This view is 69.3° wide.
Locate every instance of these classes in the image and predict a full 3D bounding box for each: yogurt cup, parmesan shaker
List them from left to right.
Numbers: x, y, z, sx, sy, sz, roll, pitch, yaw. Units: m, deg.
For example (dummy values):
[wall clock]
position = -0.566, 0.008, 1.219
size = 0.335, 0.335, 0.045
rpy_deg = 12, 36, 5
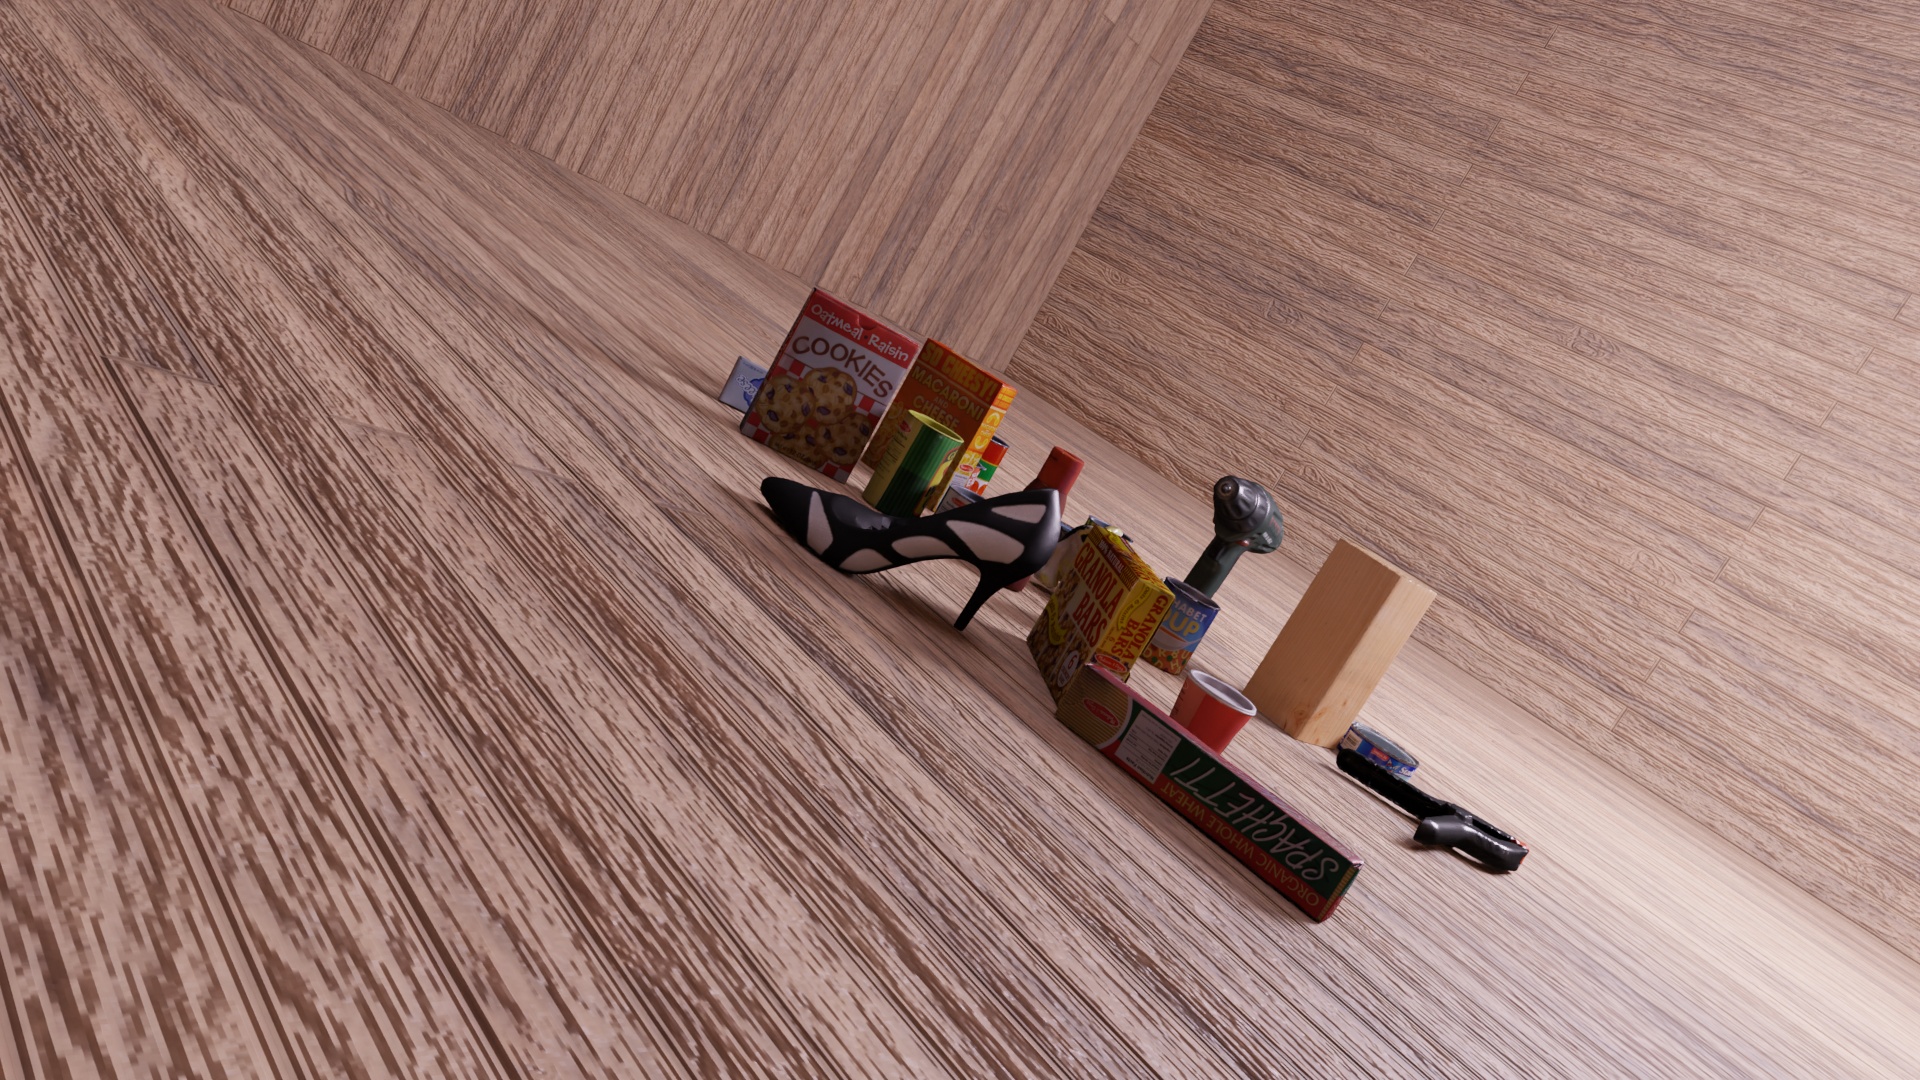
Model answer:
[parmesan shaker]
position = -0.051, -0.077, 1.452
size = 0.071, 0.103, 0.071
rpy_deg = 29, 10, -6
[yogurt cup]
position = 0.218, 0.154, 1.224
size = 0.072, 0.054, 0.072
rpy_deg = 29, 10, -6

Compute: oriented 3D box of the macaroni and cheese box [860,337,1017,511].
[macaroni and cheese box]
position = -0.026, -0.133, 1.607
size = 0.124, 0.166, 0.040
rpy_deg = 35, 11, 29

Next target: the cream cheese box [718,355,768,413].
[cream cheese box]
position = -0.210, -0.157, 1.539
size = 0.104, 0.053, 0.024
rpy_deg = 26, 11, -20

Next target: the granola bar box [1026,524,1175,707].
[granola bar box]
position = 0.114, 0.067, 1.161
size = 0.039, 0.124, 0.166
rpy_deg = 27, 11, -13

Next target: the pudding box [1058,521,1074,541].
[pudding box]
position = 0.105, -0.005, 1.677
size = 0.084, 0.049, 0.030
rpy_deg = 29, 10, -4

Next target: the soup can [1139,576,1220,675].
[soup can]
position = 0.222, 0.090, 1.455
size = 0.071, 0.083, 0.071
rpy_deg = 29, 10, -6

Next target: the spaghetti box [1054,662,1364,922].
[spaghetti box]
position = 0.176, 0.178, 1.008
size = 0.250, 0.050, 0.029
rpy_deg = 36, 12, 31

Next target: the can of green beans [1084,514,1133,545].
[can of green beans]
position = 0.179, 0.010, 1.786
size = 0.071, 0.057, 0.071
rpy_deg = 29, 10, -6

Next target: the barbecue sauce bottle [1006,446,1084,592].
[barbecue sauce bottle]
position = 0.075, -0.024, 1.417
size = 0.043, 0.148, 0.065
rpy_deg = 23, 12, -34

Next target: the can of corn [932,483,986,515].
[can of corn]
position = 0.005, -0.018, 1.450
size = 0.071, 0.058, 0.071
rpy_deg = 29, 10, -6

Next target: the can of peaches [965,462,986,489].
[can of peaches]
position = -0.013, -0.079, 1.688
size = 0.071, 0.058, 0.071
rpy_deg = 29, 10, -6

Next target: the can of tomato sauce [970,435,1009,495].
[can of tomato sauce]
position = 0.013, -0.103, 1.801
size = 0.071, 0.083, 0.071
rpy_deg = 29, 10, -6

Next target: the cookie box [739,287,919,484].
[cookie box]
position = -0.136, -0.160, 1.440
size = 0.123, 0.167, 0.040
rpy_deg = 27, 10, -17
